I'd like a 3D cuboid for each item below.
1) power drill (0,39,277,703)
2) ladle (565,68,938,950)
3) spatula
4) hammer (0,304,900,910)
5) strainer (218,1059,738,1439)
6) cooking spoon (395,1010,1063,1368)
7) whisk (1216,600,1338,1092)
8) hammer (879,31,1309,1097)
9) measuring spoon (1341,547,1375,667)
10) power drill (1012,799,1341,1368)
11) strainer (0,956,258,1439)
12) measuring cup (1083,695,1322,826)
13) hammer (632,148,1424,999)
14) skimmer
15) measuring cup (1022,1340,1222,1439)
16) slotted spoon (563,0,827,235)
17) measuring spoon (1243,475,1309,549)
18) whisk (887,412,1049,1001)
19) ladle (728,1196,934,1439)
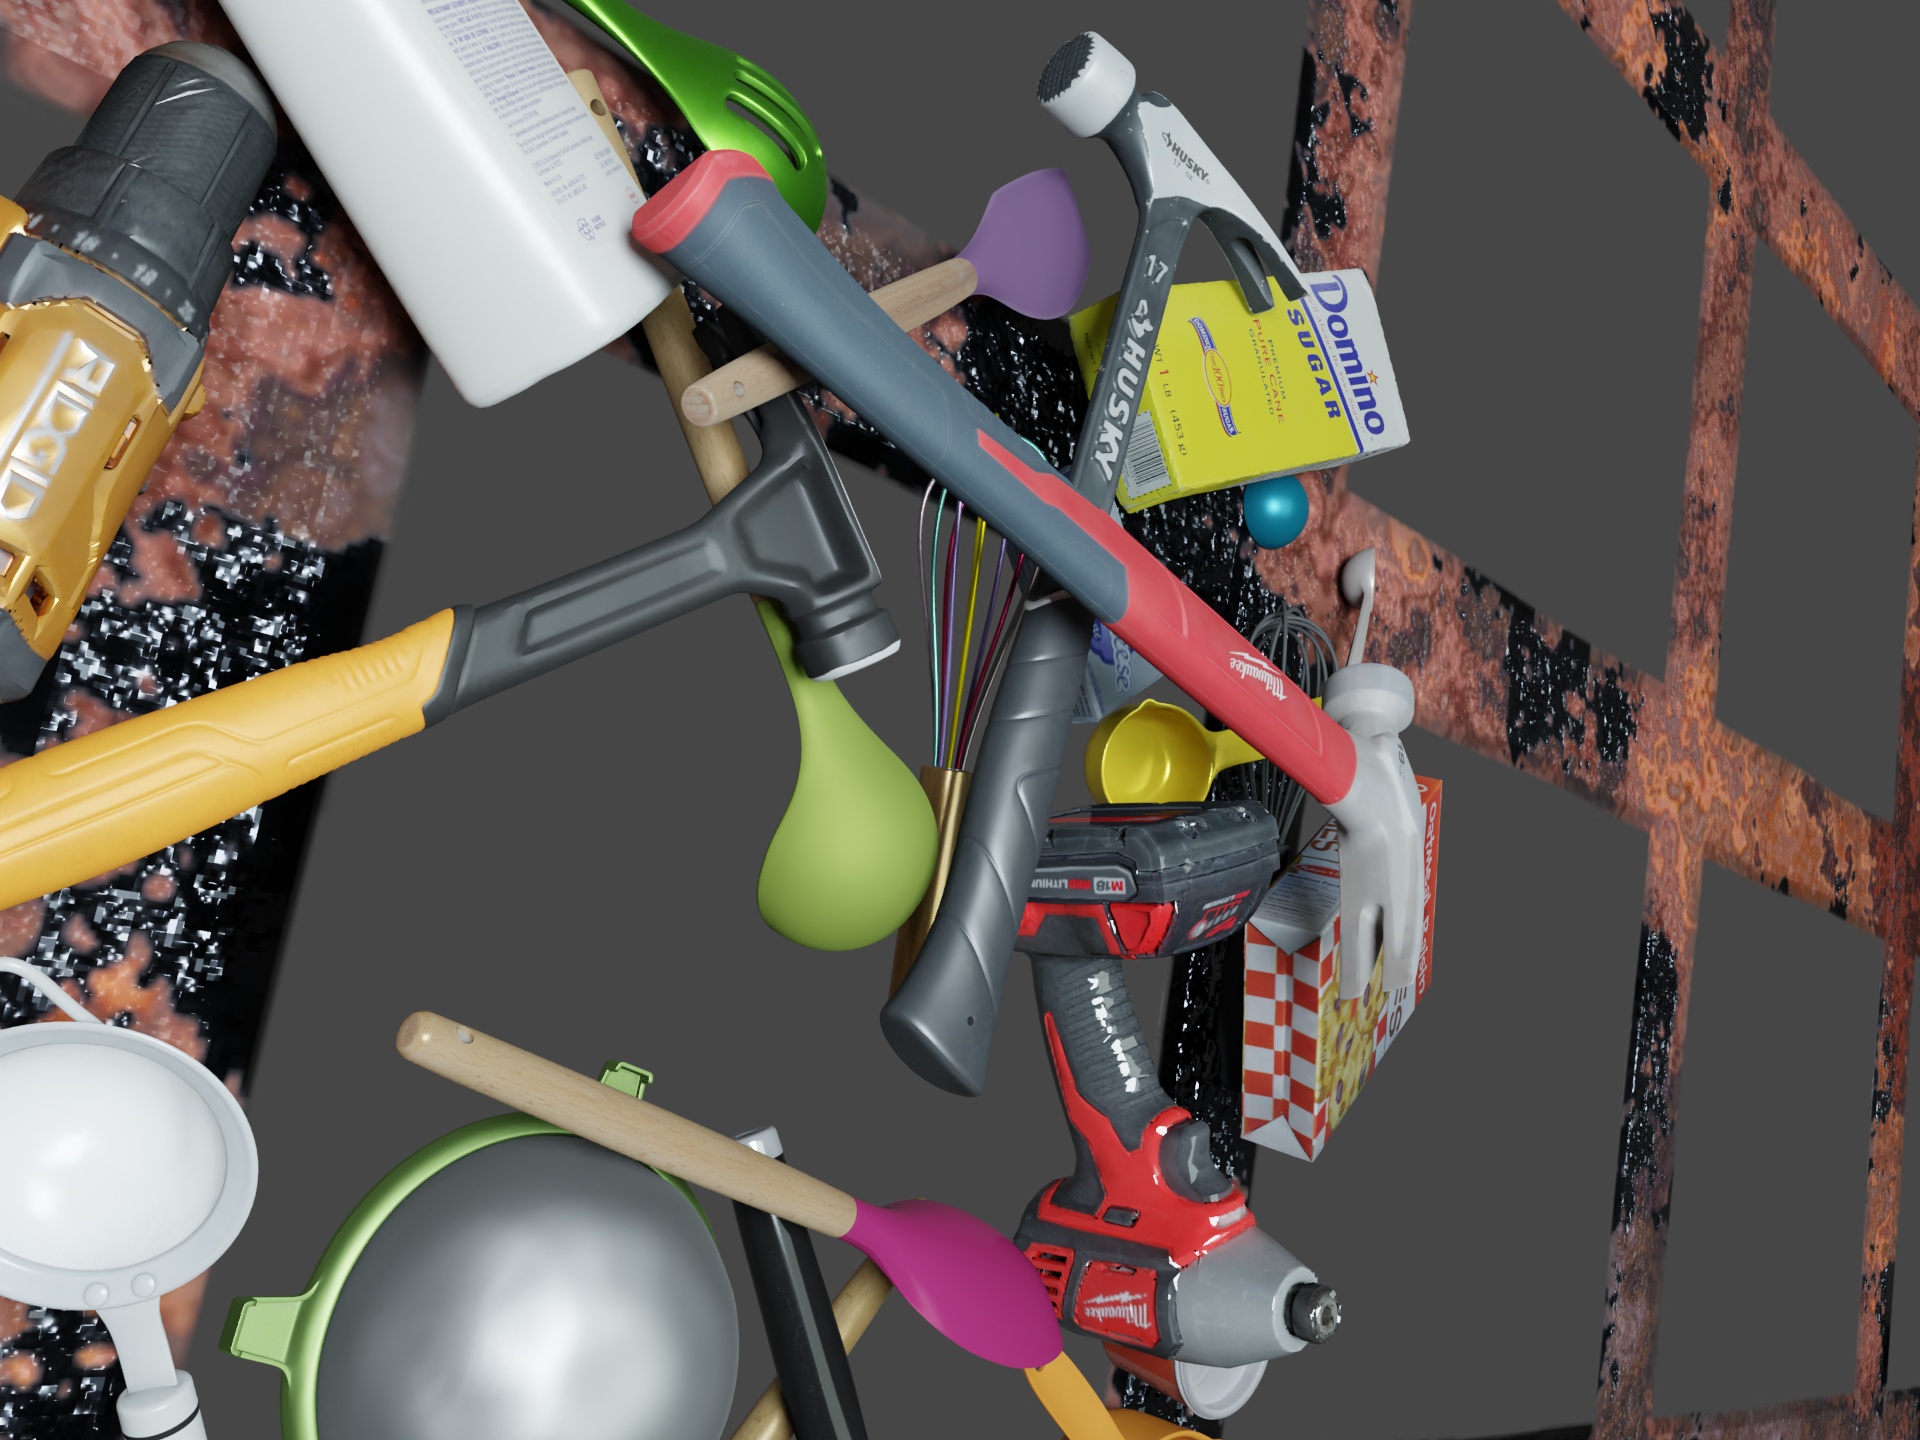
[{"bbox_3d":[-0.277,-0.132,0.355,0.226,0.084,0.185,37,63,-41],"label":"power drill"},{"bbox_3d":[-0.083,-0.067,0.566,0.078,0.062,0.320,-28,101,-41],"label":"ladle"},{"bbox_3d":[-0.010,-0.156,0.589,0.316,0.018,0.059,-45,120,-54],"label":"spatula"},{"bbox_3d":[-0.172,-0.014,0.451,0.337,0.034,0.127,-28,99,-32],"label":"hammer"},{"bbox_3d":[-0.101,0.246,0.493,0.151,0.069,0.256,-29,99,-41],"label":"strainer"},{"bbox_3d":[-0.057,0.161,0.539,0.017,0.069,0.318,-39,132,15],"label":"cooking spoon"},{"bbox_3d":[0.147,0.061,0.771,0.055,0.055,0.239,7,89,-43],"label":"whisk"},{"bbox_3d":[0.046,-0.061,0.610,0.149,0.036,0.409,29,67,-34],"label":"hammer"},{"bbox_3d":[0.198,-0.046,0.815,0.124,0.018,0.034,-65,153,-45],"label":"measuring spoon"},{"bbox_3d":[0.078,0.146,0.637,0.078,0.143,0.219,-9,93,-44],"label":"power drill"},{"bbox_3d":[-0.219,0.176,0.428,0.087,0.050,0.258,-8,103,-7],"label":"strainer"},{"bbox_3d":[0.125,0.009,0.731,0.156,0.029,0.062,-14,99,-25],"label":"measuring cup"},{"bbox_3d":[0.046,-0.041,0.539,0.385,0.038,0.143,36,48,-34],"label":"hammer"},{"bbox_3d":[-0.017,0.317,0.528,0.127,0.090,0.363,-16,85,-14],"label":"skimmer"},{"bbox_3d":[0.051,0.311,0.671,0.095,0.052,0.173,-47,117,-33],"label":"measuring cup"},{"bbox_3d":[-0.155,-0.257,0.500,0.313,0.031,0.070,30,43,-36],"label":"slotted spoon"},{"bbox_3d":[0.172,-0.149,0.809,0.042,0.021,0.129,22,76,-41],"label":"measuring spoon"},{"bbox_3d":[-0.001,-0.002,0.637,0.051,0.047,0.245,10,87,-31],"label":"whisk"},{"bbox_3d":[-0.100,0.289,0.546,0.315,0.031,0.069,-48,115,-35],"label":"ladle"}]
